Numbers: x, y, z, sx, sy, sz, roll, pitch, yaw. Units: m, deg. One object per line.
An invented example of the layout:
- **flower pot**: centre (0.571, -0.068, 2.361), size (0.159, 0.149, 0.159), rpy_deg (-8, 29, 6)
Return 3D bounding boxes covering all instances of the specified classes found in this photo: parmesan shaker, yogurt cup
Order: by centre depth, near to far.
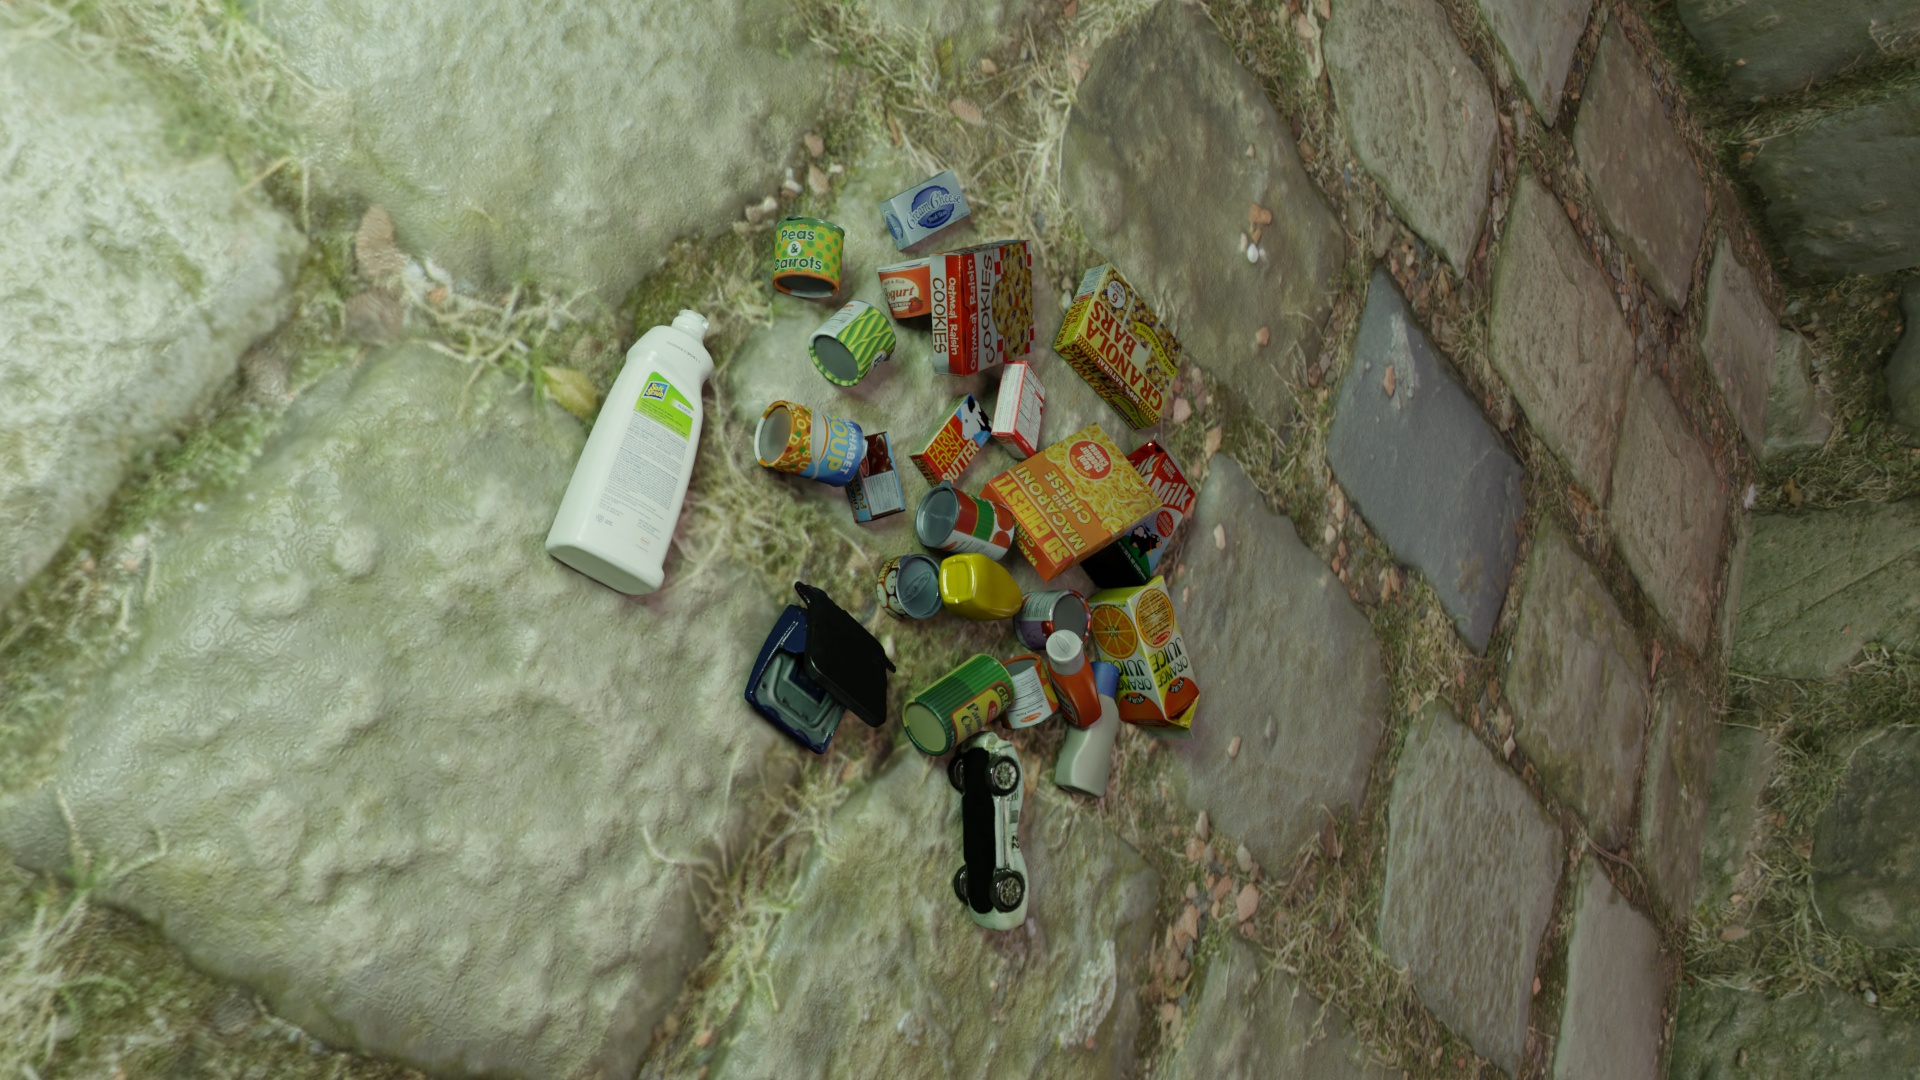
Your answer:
- **parmesan shaker**: centre (-0.002, 0.170, 1.418), size (0.103, 0.071, 0.071), rpy_deg (-31, 106, -40)
- **yogurt cup**: centre (-0.048, -0.260, 1.429), size (0.073, 0.072, 0.053), rpy_deg (-24, 109, -41)

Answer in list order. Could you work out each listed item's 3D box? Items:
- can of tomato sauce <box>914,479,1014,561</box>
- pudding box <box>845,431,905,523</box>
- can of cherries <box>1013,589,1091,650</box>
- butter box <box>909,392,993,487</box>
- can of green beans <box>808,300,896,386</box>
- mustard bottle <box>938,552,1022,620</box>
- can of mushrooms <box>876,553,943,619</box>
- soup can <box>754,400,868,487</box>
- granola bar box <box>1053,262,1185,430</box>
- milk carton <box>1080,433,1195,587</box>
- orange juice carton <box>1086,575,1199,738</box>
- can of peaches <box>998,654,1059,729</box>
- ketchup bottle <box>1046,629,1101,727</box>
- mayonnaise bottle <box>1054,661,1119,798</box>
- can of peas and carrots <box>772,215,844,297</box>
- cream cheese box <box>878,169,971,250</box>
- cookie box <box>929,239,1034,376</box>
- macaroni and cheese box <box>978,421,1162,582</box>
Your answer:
- **can of tomato sauce**: centre (0.005, -0.018, 1.445), size (0.083, 0.071, 0.071), rpy_deg (18, 73, -41)
- **pudding box**: centre (-0.089, -0.064, 1.389), size (0.050, 0.030, 0.083), rpy_deg (-18, 97, -41)
- **can of cherries**: centre (0.103, 0.089, 1.527), size (0.071, 0.058, 0.071), rpy_deg (6, 81, -41)
- **butter box**: centre (-0.008, -0.104, 1.472), size (0.053, 0.024, 0.104), rpy_deg (52, 54, -24)
- **can of green beans**: centre (-0.107, -0.193, 1.364), size (0.058, 0.071, 0.071), rpy_deg (-48, 117, -34)
- **mustard bottle**: centre (0.029, 0.055, 1.453), size (0.160, 0.049, 0.065), rpy_deg (28, 57, -62)
- **can of mushrooms**: centre (-0.051, 0.045, 1.408), size (0.071, 0.033, 0.071), rpy_deg (5, 82, -42)
- **soup can**: centre (-0.142, -0.092, 1.316), size (0.084, 0.071, 0.071), rpy_deg (15, 75, -40)
- **granola bar box**: centre (0.191, -0.230, 1.659), size (0.165, 0.039, 0.125), rpy_deg (41, 59, -32)
- **milk carton**: centre (0.210, -0.038, 1.630), size (0.072, 0.073, 0.191), rpy_deg (51, 54, -26)
- **orange juice carton**: centre (0.217, 0.144, 1.615), size (0.073, 0.071, 0.192), rpy_deg (-28, 103, -41)
- **can of peaches**: centre (0.064, 0.160, 1.480), size (0.071, 0.071, 0.058), rpy_deg (-32, 106, -40)
- **ketchup bottle**: centre (0.119, 0.144, 1.487), size (0.043, 0.065, 0.148), rpy_deg (-31, 148, -8)
- **mayonnaise bottle**: centre (0.148, 0.212, 1.566), size (0.064, 0.041, 0.148), rpy_deg (30, 64, -38)
- **can of peas and carrots**: centre (-0.147, -0.272, 1.335), size (0.071, 0.071, 0.059), rpy_deg (12, 78, -41)
- **cream cheese box**: centre (-0.038, -0.352, 1.475), size (0.104, 0.024, 0.053), rpy_deg (-38, 109, -39)
- **cookie box**: centre (0.026, -0.247, 1.460), size (0.168, 0.040, 0.122), rpy_deg (-30, 121, -58)
- **macaroni and cheese box**: centre (0.121, -0.043, 1.521), size (0.167, 0.040, 0.124), rpy_deg (-30, 74, -31)
